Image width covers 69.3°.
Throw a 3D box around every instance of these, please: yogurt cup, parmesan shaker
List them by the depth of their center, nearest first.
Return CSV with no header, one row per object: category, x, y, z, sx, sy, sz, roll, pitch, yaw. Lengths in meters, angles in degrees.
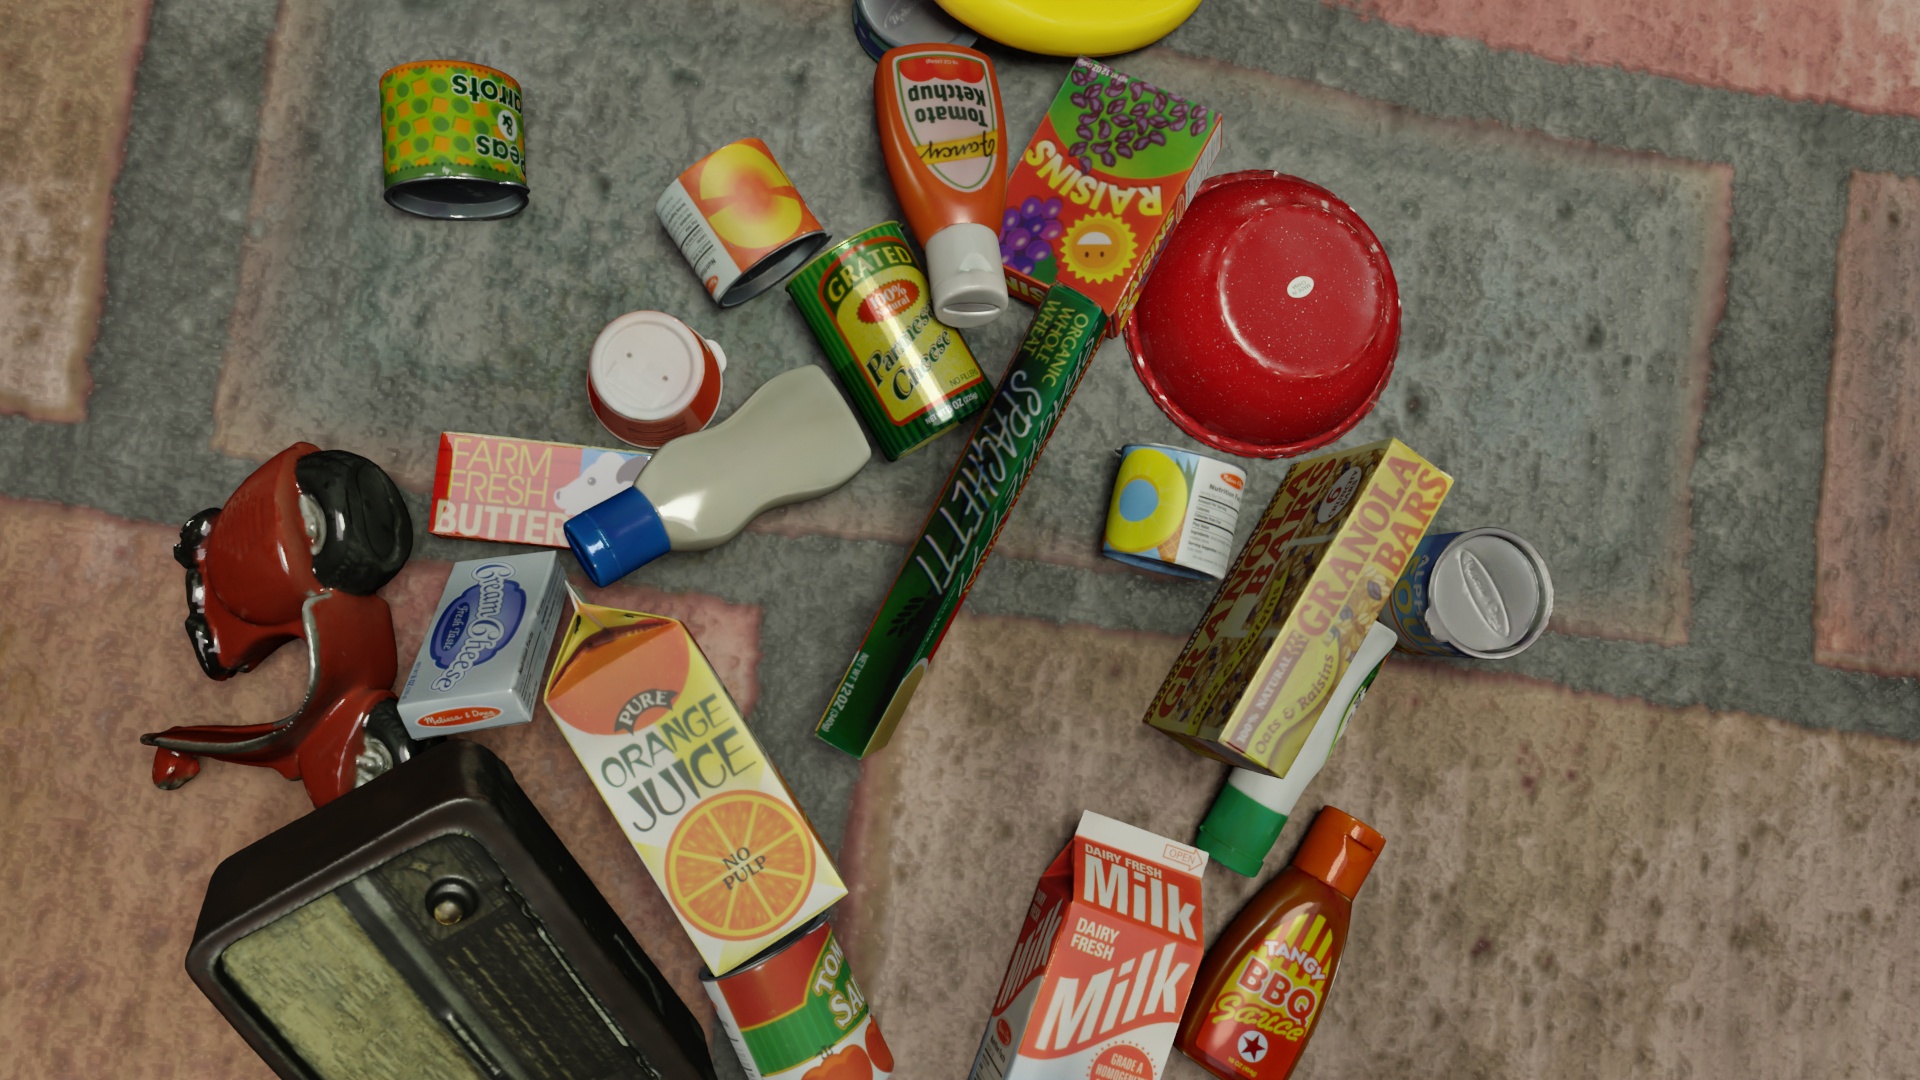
yogurt cup,-0.153,-0.082,0.686,0.072,0.054,0.072,0,87,-8
parmesan shaker,-0.032,-0.101,0.701,0.071,0.071,0.103,-31,92,-9

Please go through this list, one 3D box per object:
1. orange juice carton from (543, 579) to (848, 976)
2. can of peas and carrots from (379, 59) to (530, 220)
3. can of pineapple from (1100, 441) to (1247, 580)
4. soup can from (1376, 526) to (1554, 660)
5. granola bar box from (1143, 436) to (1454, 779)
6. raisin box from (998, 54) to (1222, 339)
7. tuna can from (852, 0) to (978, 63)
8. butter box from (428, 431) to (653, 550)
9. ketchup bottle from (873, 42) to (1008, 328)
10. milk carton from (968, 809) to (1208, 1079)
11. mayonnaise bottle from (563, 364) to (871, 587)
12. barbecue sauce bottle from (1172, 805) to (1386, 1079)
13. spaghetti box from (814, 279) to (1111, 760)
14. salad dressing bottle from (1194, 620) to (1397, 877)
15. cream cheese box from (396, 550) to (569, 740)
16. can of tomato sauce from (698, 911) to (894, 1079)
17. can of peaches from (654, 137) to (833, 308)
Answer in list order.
orange juice carton,-0.136,0.102,0.667,0.073,0.071,0.192,-32,92,-10
can of peas and carrots,-0.243,-0.193,0.672,0.071,0.071,0.058,-4,87,-9
can of pineapple,0.108,-0.014,0.718,0.071,0.071,0.058,14,85,-8
soup can,0.255,0.030,0.728,0.071,0.083,0.071,1,86,-9
granola bar box,0.164,0.034,0.693,0.039,0.124,0.166,33,82,-6
raisin box,0.070,-0.178,0.725,0.086,0.040,0.123,27,82,12
tuna can,-0.021,-0.280,0.731,0.071,0.033,0.071,1,86,-9
butter box,-0.206,-0.022,0.689,0.103,0.024,0.053,6,85,-9
ketchup bottle,-0.005,-0.177,0.692,0.065,0.043,0.149,-2,66,-14
milk carton,0.061,0.235,0.689,0.072,0.073,0.190,21,83,-7
mayonnaise bottle,-0.119,-0.028,0.679,0.148,0.041,0.065,-31,90,-23
barbecue sauce bottle,0.170,0.211,0.723,0.065,0.043,0.149,33,82,-5
spaghetti box,0.002,-0.009,0.679,0.029,0.050,0.249,29,95,10
salad dressing bottle,0.173,0.103,0.724,0.044,0.064,0.147,29,91,9
cream cheese box,-0.218,0.046,0.644,0.053,0.104,0.024,-7,126,2
can of tomato sauce,-0.077,0.230,0.671,0.071,0.071,0.083,-25,91,-9
can of peaches,-0.108,-0.159,0.693,0.071,0.071,0.058,-35,92,-9
